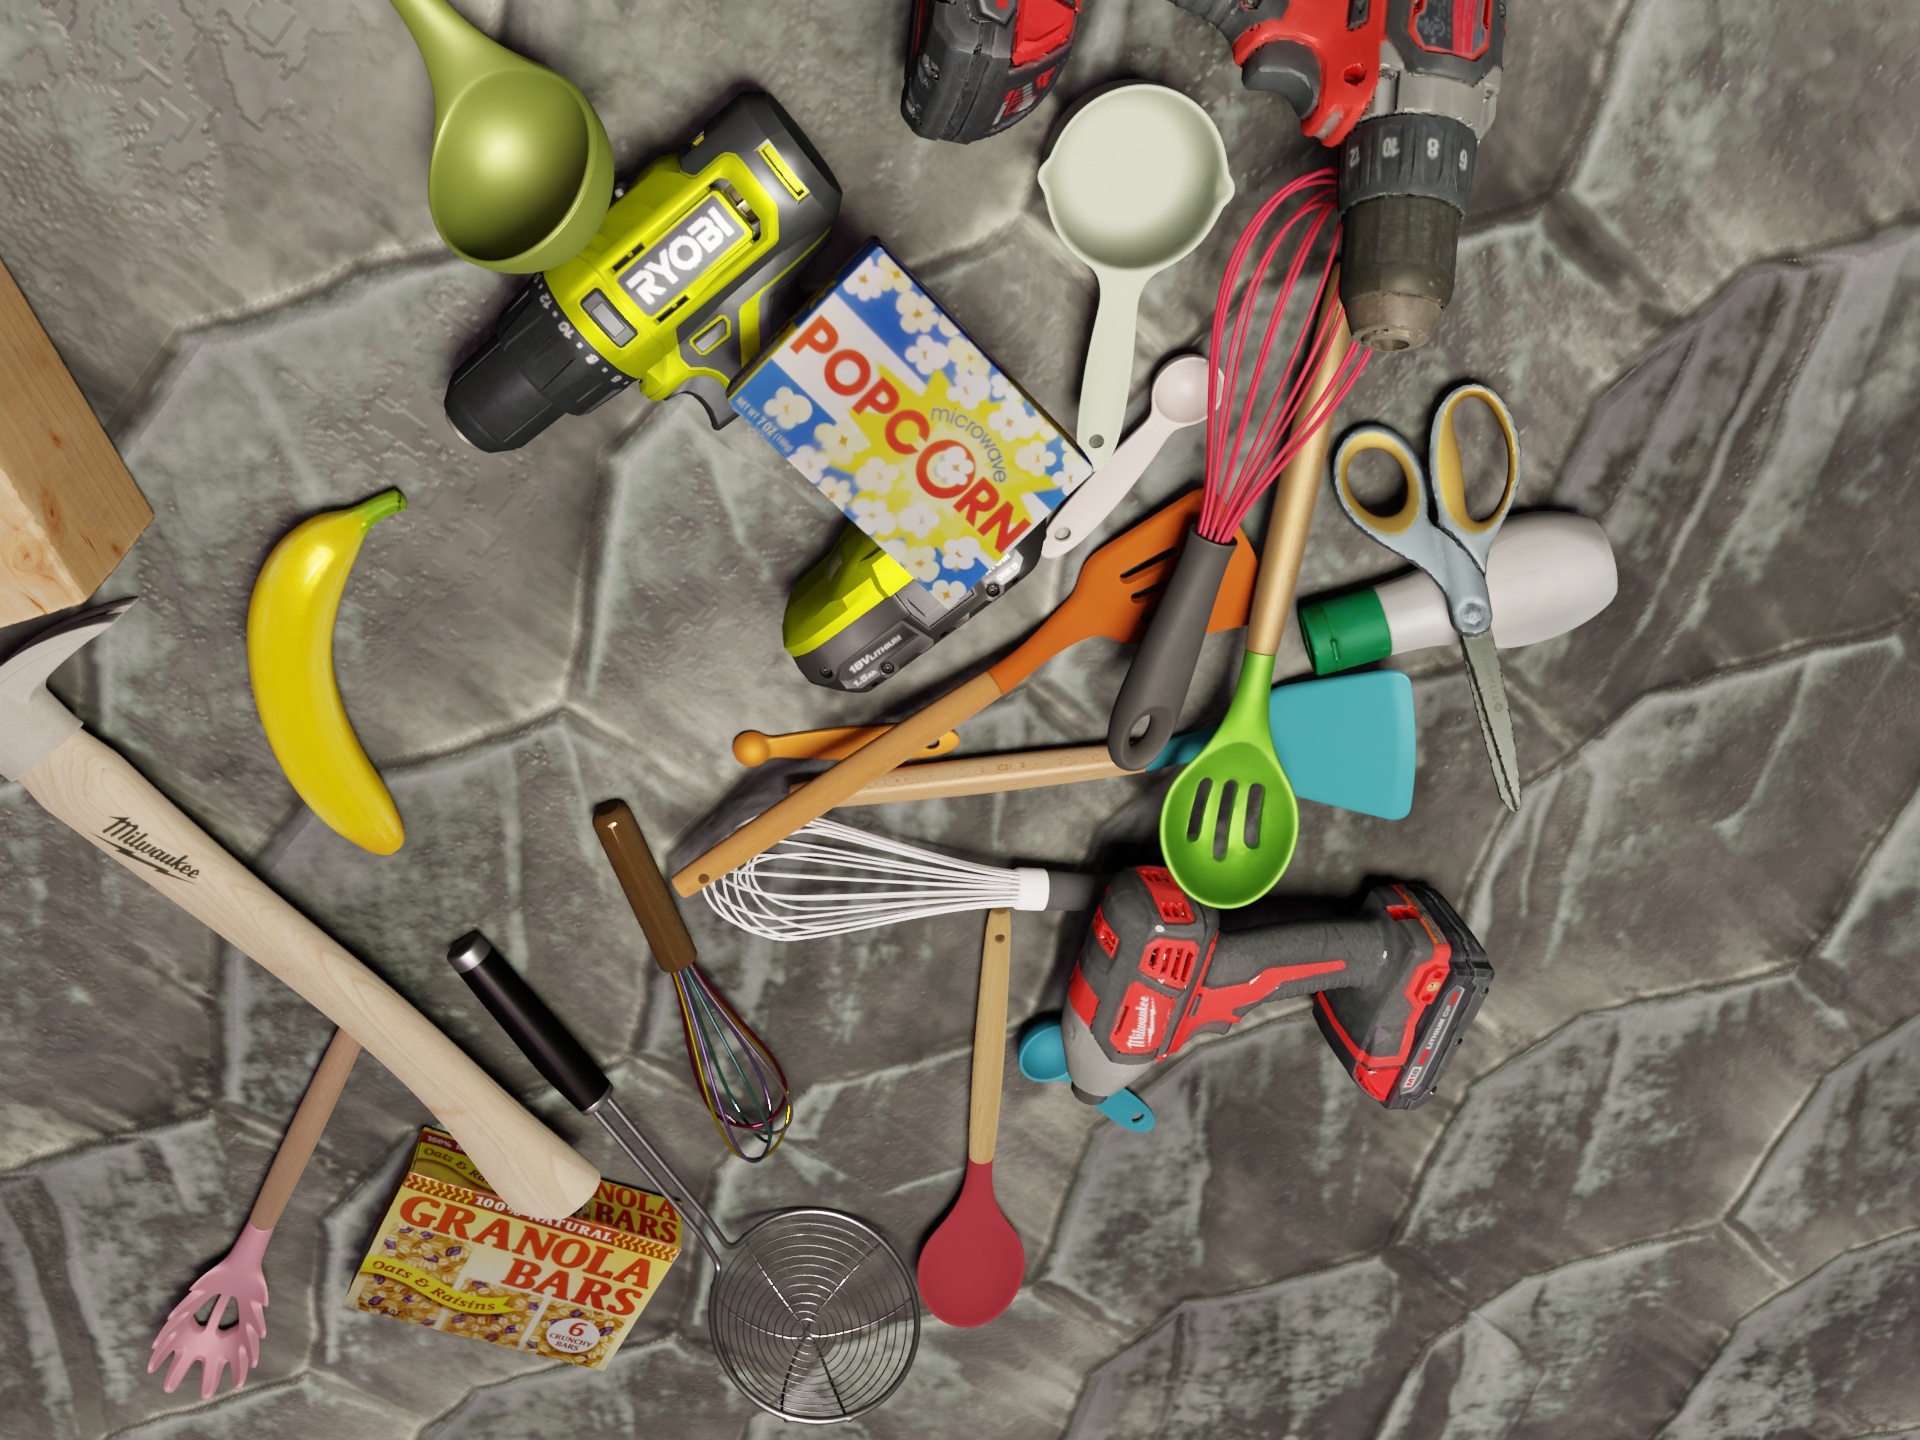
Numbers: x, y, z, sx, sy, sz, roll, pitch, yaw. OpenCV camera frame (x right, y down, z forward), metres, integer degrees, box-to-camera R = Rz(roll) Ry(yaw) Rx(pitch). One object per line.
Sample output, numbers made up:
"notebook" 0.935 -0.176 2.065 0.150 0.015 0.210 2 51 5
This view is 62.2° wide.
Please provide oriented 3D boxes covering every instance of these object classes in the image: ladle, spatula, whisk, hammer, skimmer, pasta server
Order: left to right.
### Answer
"pasta server" -0.398 0.278 0.923 0.060 0.040 0.316 22 115 -22
"ladle" -0.235 -0.305 0.566 0.078 0.062 0.320 -28 112 17
"hammer" -0.330 0.120 0.821 0.146 0.038 0.410 -35 114 13
"skimmer" -0.153 0.255 0.903 0.090 0.127 0.363 -12 121 40
"whisk" -0.145 0.146 0.874 0.047 0.051 0.244 -26 118 -15
"spatula" -0.001 -0.002 0.775 0.322 0.041 0.081 -33 120 -1
"whisk" 0.005 0.089 0.845 0.284 0.070 0.070 5 120 -14
"ladle" 0.013 0.242 0.951 0.069 0.031 0.315 -2 119 -10
"spatula" 0.070 0.024 0.815 0.317 0.044 0.082 -7 112 -2
"whisk" 0.122 -0.101 0.717 0.073 0.073 0.295 11 119 -12

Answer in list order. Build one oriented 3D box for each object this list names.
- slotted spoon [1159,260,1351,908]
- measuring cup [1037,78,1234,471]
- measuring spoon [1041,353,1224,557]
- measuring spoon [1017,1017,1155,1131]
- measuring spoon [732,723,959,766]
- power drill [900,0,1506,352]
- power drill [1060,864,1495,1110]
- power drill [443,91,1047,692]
"slotted spoon" 0.151 -0.058 0.759 0.070 0.031 0.313 8 109 -2
"measuring cup" 0.067 -0.192 0.692 0.083 0.038 0.167 2 122 -7
"measuring spoon" 0.076 -0.124 0.749 0.034 0.018 0.124 26 122 -27
"measuring spoon" 0.077 0.212 0.949 0.042 0.021 0.128 -42 126 7
"measuring spoon" -0.058 0.014 0.815 0.117 0.011 0.021 -2 121 -5
"power drill" 0.096 -0.245 0.600 0.226 0.080 0.188 7 86 -11
"power drill" 0.162 0.151 0.862 0.219 0.079 0.143 5 121 -20
"power drill" -0.089 -0.124 0.693 0.190 0.080 0.228 -36 115 14
